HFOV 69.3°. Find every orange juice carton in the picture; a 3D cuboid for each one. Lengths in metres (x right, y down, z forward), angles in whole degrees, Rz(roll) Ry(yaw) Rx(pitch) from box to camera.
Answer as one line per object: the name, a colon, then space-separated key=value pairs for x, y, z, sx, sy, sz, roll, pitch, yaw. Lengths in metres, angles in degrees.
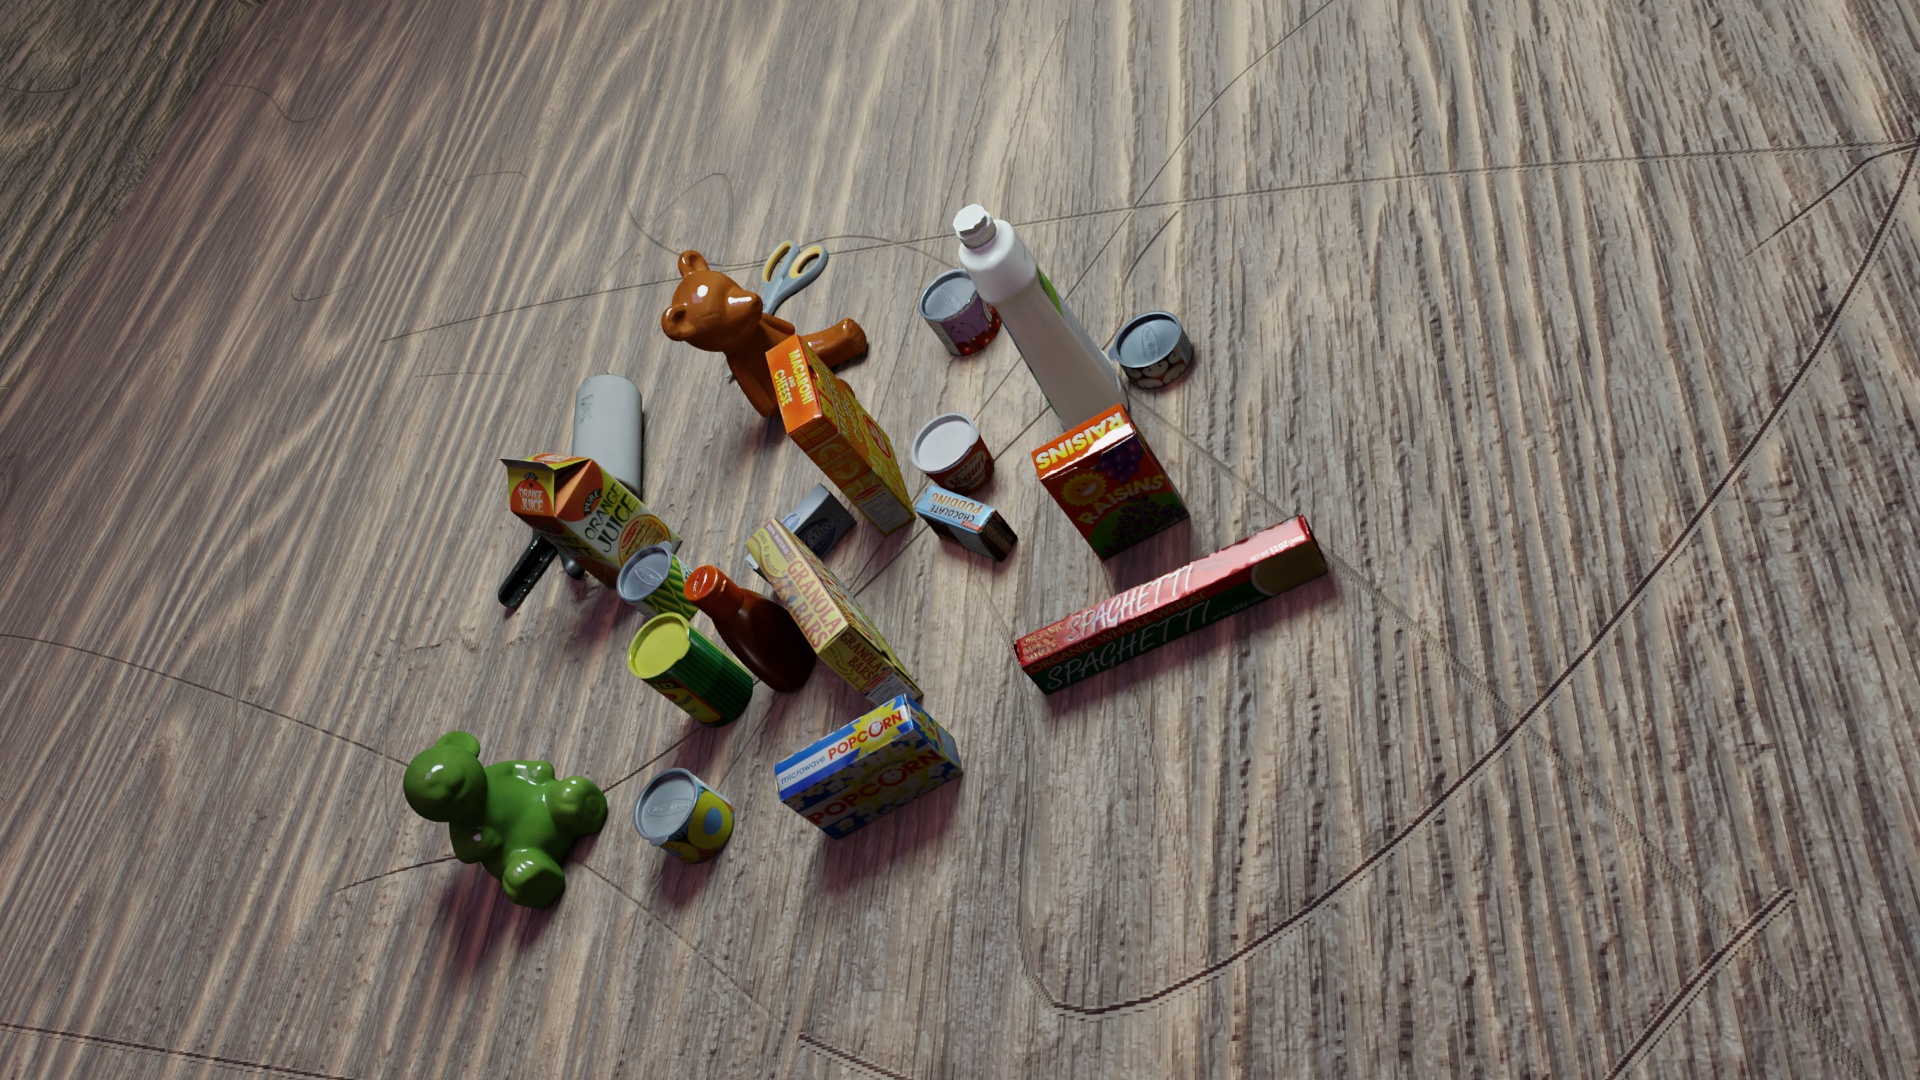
orange juice carton: x=-0.375 y=-0.026 z=1.393 sx=0.072 sy=0.192 sz=0.073 roll=7 pitch=62 yaw=37

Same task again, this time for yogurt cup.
yogurt cup: x=-0.005 y=-0.077 z=1.289 sx=0.072 sy=0.053 sz=0.073 roll=-17 pitch=49 yaw=22

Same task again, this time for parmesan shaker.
parmesan shaker: x=-0.241 y=0.120 z=1.258 sx=0.071 sy=0.102 sz=0.071 roll=-17 pitch=49 yaw=22

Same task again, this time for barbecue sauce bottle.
barbecue sauce bottle: x=-0.185 y=0.074 z=1.223 sx=0.043 sy=0.148 sz=0.065 roll=-6 pitch=55 yaw=30

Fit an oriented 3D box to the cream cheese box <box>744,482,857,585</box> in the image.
cream cheese box: x=-0.151 y=0.000 z=1.326 sx=0.104 sy=0.053 sz=0.024 roll=-46 pitch=45 yaw=-5

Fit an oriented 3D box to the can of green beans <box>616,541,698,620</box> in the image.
can of green beans: x=-0.297 y=0.047 z=1.382 sx=0.071 sy=0.057 sz=0.071 roll=-17 pitch=49 yaw=22

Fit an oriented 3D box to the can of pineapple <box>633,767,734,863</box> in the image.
can of pineapple: x=-0.238 y=0.239 z=1.196 sx=0.071 sy=0.057 sz=0.071 roll=-17 pitch=49 yaw=22

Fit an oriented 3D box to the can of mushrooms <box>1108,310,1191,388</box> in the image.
can of mushrooms: x=0.172 y=-0.172 z=1.261 sx=0.071 sy=0.033 sz=0.071 roll=-17 pitch=49 yaw=22

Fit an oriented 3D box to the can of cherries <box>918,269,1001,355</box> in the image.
can of cherries: x=0.002 y=-0.230 z=1.398 sx=0.071 sy=0.058 sz=0.072 roll=-17 pitch=49 yaw=22

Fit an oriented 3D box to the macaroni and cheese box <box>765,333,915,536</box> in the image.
macaroni and cheese box: x=-0.110 y=-0.098 z=1.294 sx=0.040 sy=0.166 sz=0.124 roll=-31 pitch=46 yaw=10

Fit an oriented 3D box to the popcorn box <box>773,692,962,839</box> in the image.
popcorn box: x=-0.074 y=0.183 z=1.113 sx=0.126 sy=0.085 sz=0.038 roll=-30 pitch=46 yaw=11

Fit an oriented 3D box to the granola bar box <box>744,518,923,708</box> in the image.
granola bar box: x=-0.110 y=0.066 z=1.198 sx=0.039 sy=0.124 sz=0.166 roll=-41 pitch=45 yaw=0

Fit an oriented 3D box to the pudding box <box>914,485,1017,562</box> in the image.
pudding box: x=0.004 y=-0.016 z=1.239 sx=0.084 sy=0.049 sz=0.030 roll=21 pitch=71 yaw=41

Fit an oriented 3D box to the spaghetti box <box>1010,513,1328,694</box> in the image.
spaghetti box: x=0.161 y=0.053 z=1.085 sx=0.250 sy=0.050 sz=0.029 roll=-25 pitch=47 yaw=15

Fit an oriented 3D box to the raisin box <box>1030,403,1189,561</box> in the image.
raisin box: x=0.123 y=-0.045 z=1.133 sx=0.086 sy=0.123 sz=0.040 roll=-28 pitch=46 yaw=13
